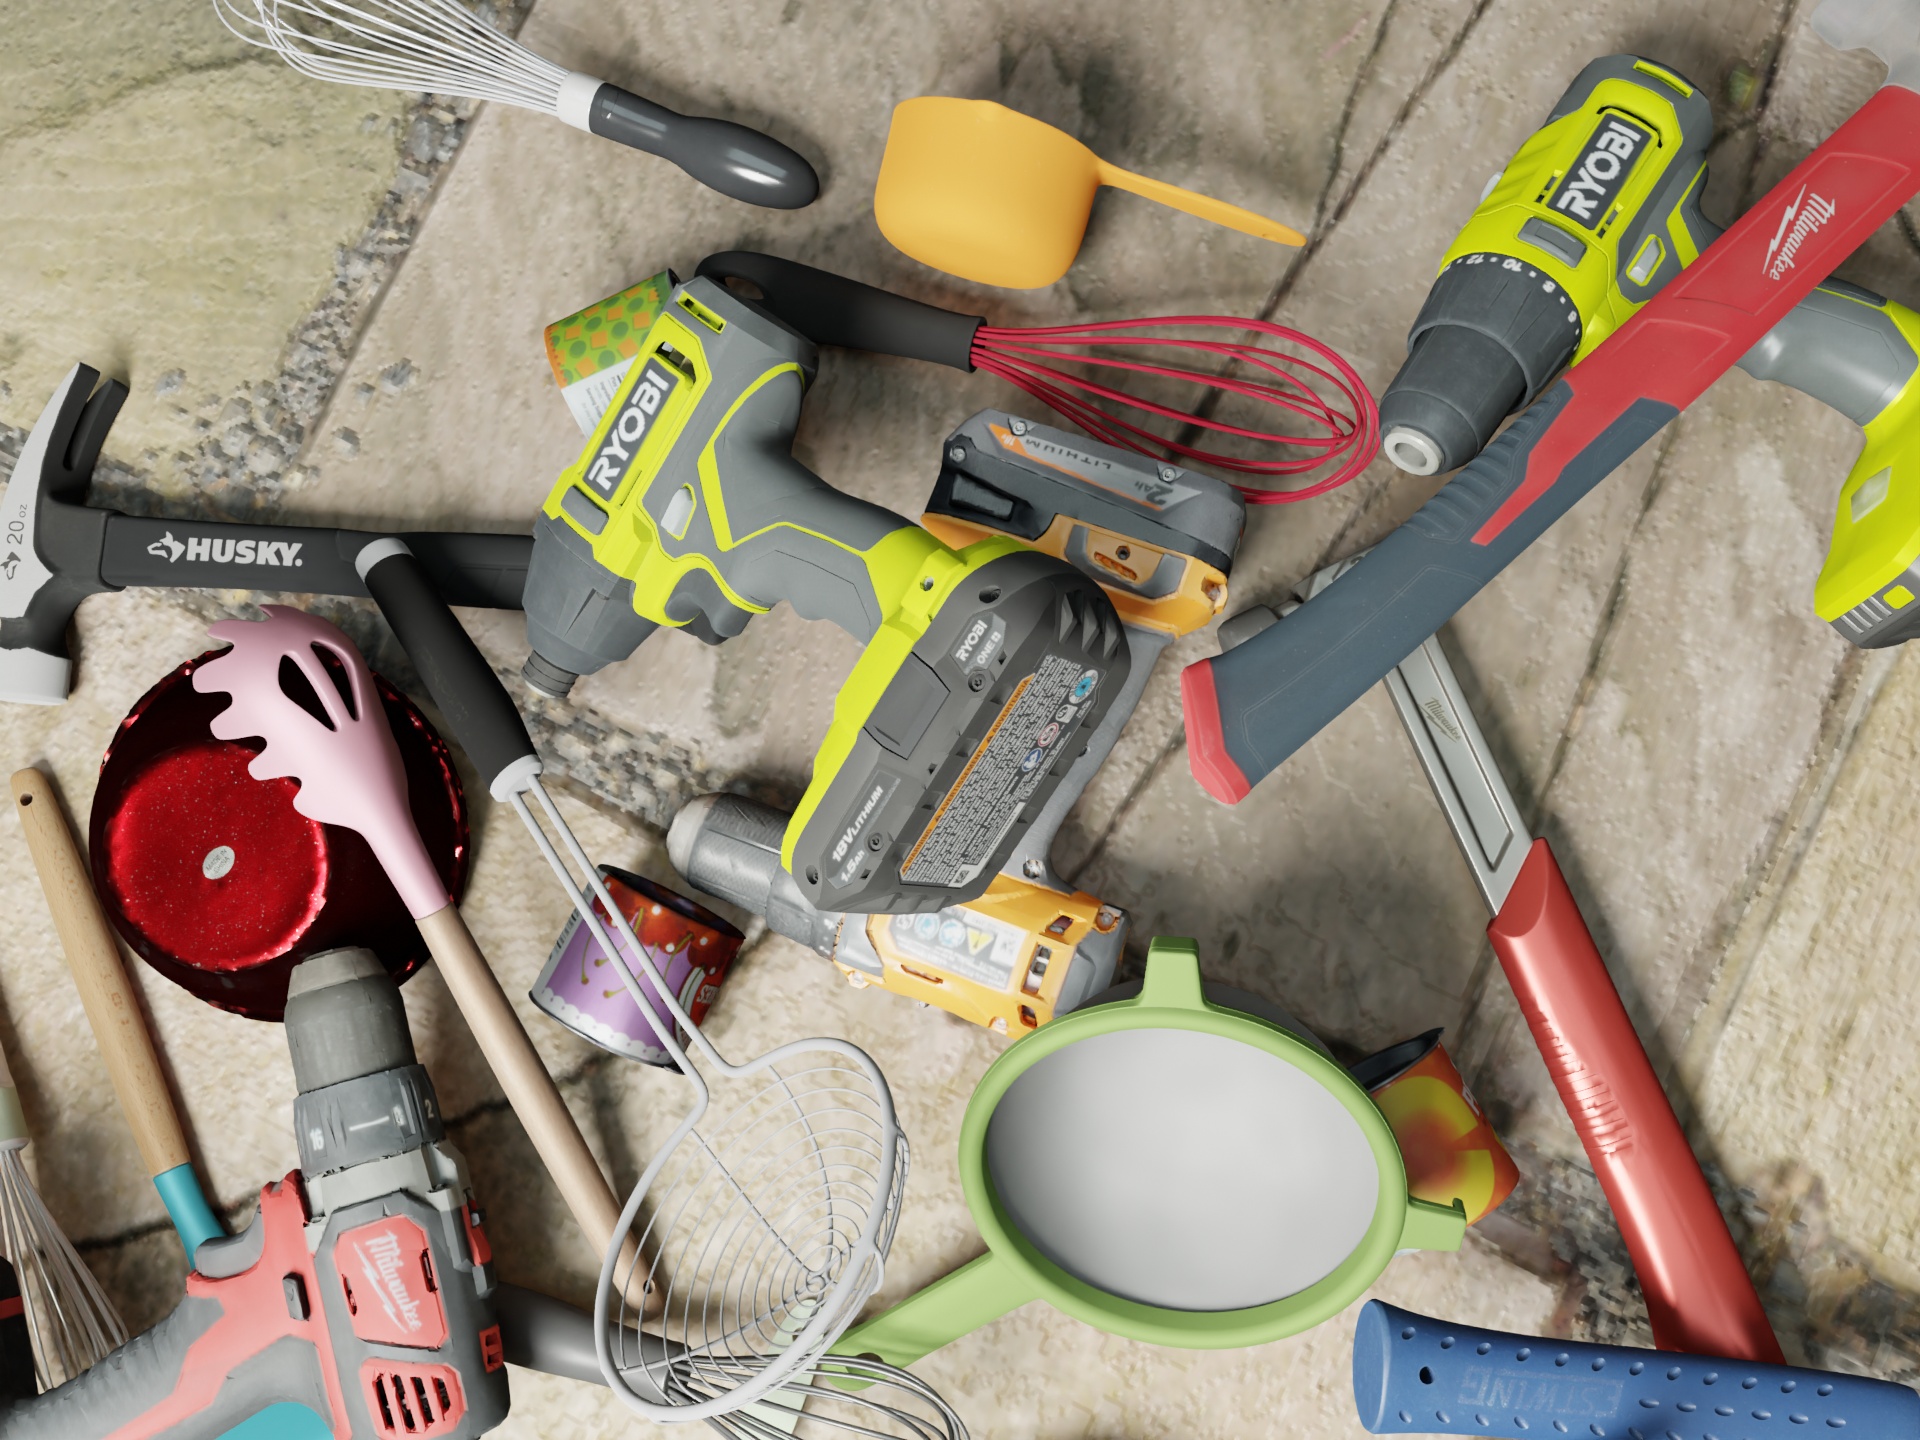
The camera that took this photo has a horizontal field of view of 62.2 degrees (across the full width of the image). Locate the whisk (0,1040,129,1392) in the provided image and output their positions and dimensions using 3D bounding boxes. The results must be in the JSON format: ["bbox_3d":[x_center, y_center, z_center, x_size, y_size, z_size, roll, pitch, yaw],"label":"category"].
[{"bbox_3d":[-0.392,0.183,0.651,0.059,0.057,0.246,-24,76,0],"label":"whisk"}]

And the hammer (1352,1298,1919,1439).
[{"bbox_3d":[0.338,0.250,0.547,0.405,0.035,0.144,7,81,-3],"label":"hammer"}]

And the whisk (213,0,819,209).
[{"bbox_3d":[-0.193,-0.279,0.690,0.284,0.070,0.070,23,85,4],"label":"whisk"}]

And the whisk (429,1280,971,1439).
[{"bbox_3d":[-0.108,0.251,0.604,0.239,0.055,0.055,9,83,19],"label":"whisk"}]

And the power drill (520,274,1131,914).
[{"bbox_3d":[-0.065,-0.037,0.569,0.223,0.080,0.171,40,104,30],"label":"power drill"}]

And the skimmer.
[{"bbox_3d":[-0.142,0.062,0.554,0.127,0.090,0.363,-40,69,8],"label":"skimmer"}]

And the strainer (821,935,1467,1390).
[{"bbox_3d":[0.043,0.173,0.585,0.151,0.069,0.256,44,119,-12],"label":"strainer"}]

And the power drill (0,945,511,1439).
[{"bbox_3d":[-0.292,0.198,0.581,0.226,0.080,0.188,-15,80,-10],"label":"power drill"}]

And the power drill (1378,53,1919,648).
[{"bbox_3d":[0.286,-0.128,0.599,0.228,0.080,0.190,33,74,9],"label":"power drill"}]

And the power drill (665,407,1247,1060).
[{"bbox_3d":[-0.001,-0.002,0.624,0.185,0.084,0.226,19,89,9],"label":"power drill"}]

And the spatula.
[{"bbox_3d":[-0.335,0.160,0.650,0.082,0.044,0.318,-26,80,-5],"label":"spatula"}]

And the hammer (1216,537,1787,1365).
[{"bbox_3d":[0.237,0.093,0.608,0.149,0.036,0.359,-23,81,2],"label":"hammer"}]

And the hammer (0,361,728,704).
[{"bbox_3d":[-0.247,-0.072,0.676,0.335,0.035,0.146,3,84,6],"label":"hammer"}]

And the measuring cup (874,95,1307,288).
[{"bbox_3d":[0.049,-0.196,0.640,0.173,0.095,0.052,18,93,4],"label":"measuring cup"}]

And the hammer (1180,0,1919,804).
[{"bbox_3d":[0.234,-0.098,0.540,0.386,0.038,0.143,-42,78,-4],"label":"hammer"}]

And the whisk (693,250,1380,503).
[{"bbox_3d":[0.025,-0.150,0.650,0.296,0.073,0.073,17,84,13],"label":"whisk"}]

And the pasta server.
[{"bbox_3d":[-0.193,0.097,0.613,0.060,0.040,0.316,-34,104,-42],"label":"pasta server"}]

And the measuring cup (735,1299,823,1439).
[{"bbox_3d":[-0.087,0.309,0.616,0.083,0.038,0.168,18,68,9],"label":"measuring cup"}]
